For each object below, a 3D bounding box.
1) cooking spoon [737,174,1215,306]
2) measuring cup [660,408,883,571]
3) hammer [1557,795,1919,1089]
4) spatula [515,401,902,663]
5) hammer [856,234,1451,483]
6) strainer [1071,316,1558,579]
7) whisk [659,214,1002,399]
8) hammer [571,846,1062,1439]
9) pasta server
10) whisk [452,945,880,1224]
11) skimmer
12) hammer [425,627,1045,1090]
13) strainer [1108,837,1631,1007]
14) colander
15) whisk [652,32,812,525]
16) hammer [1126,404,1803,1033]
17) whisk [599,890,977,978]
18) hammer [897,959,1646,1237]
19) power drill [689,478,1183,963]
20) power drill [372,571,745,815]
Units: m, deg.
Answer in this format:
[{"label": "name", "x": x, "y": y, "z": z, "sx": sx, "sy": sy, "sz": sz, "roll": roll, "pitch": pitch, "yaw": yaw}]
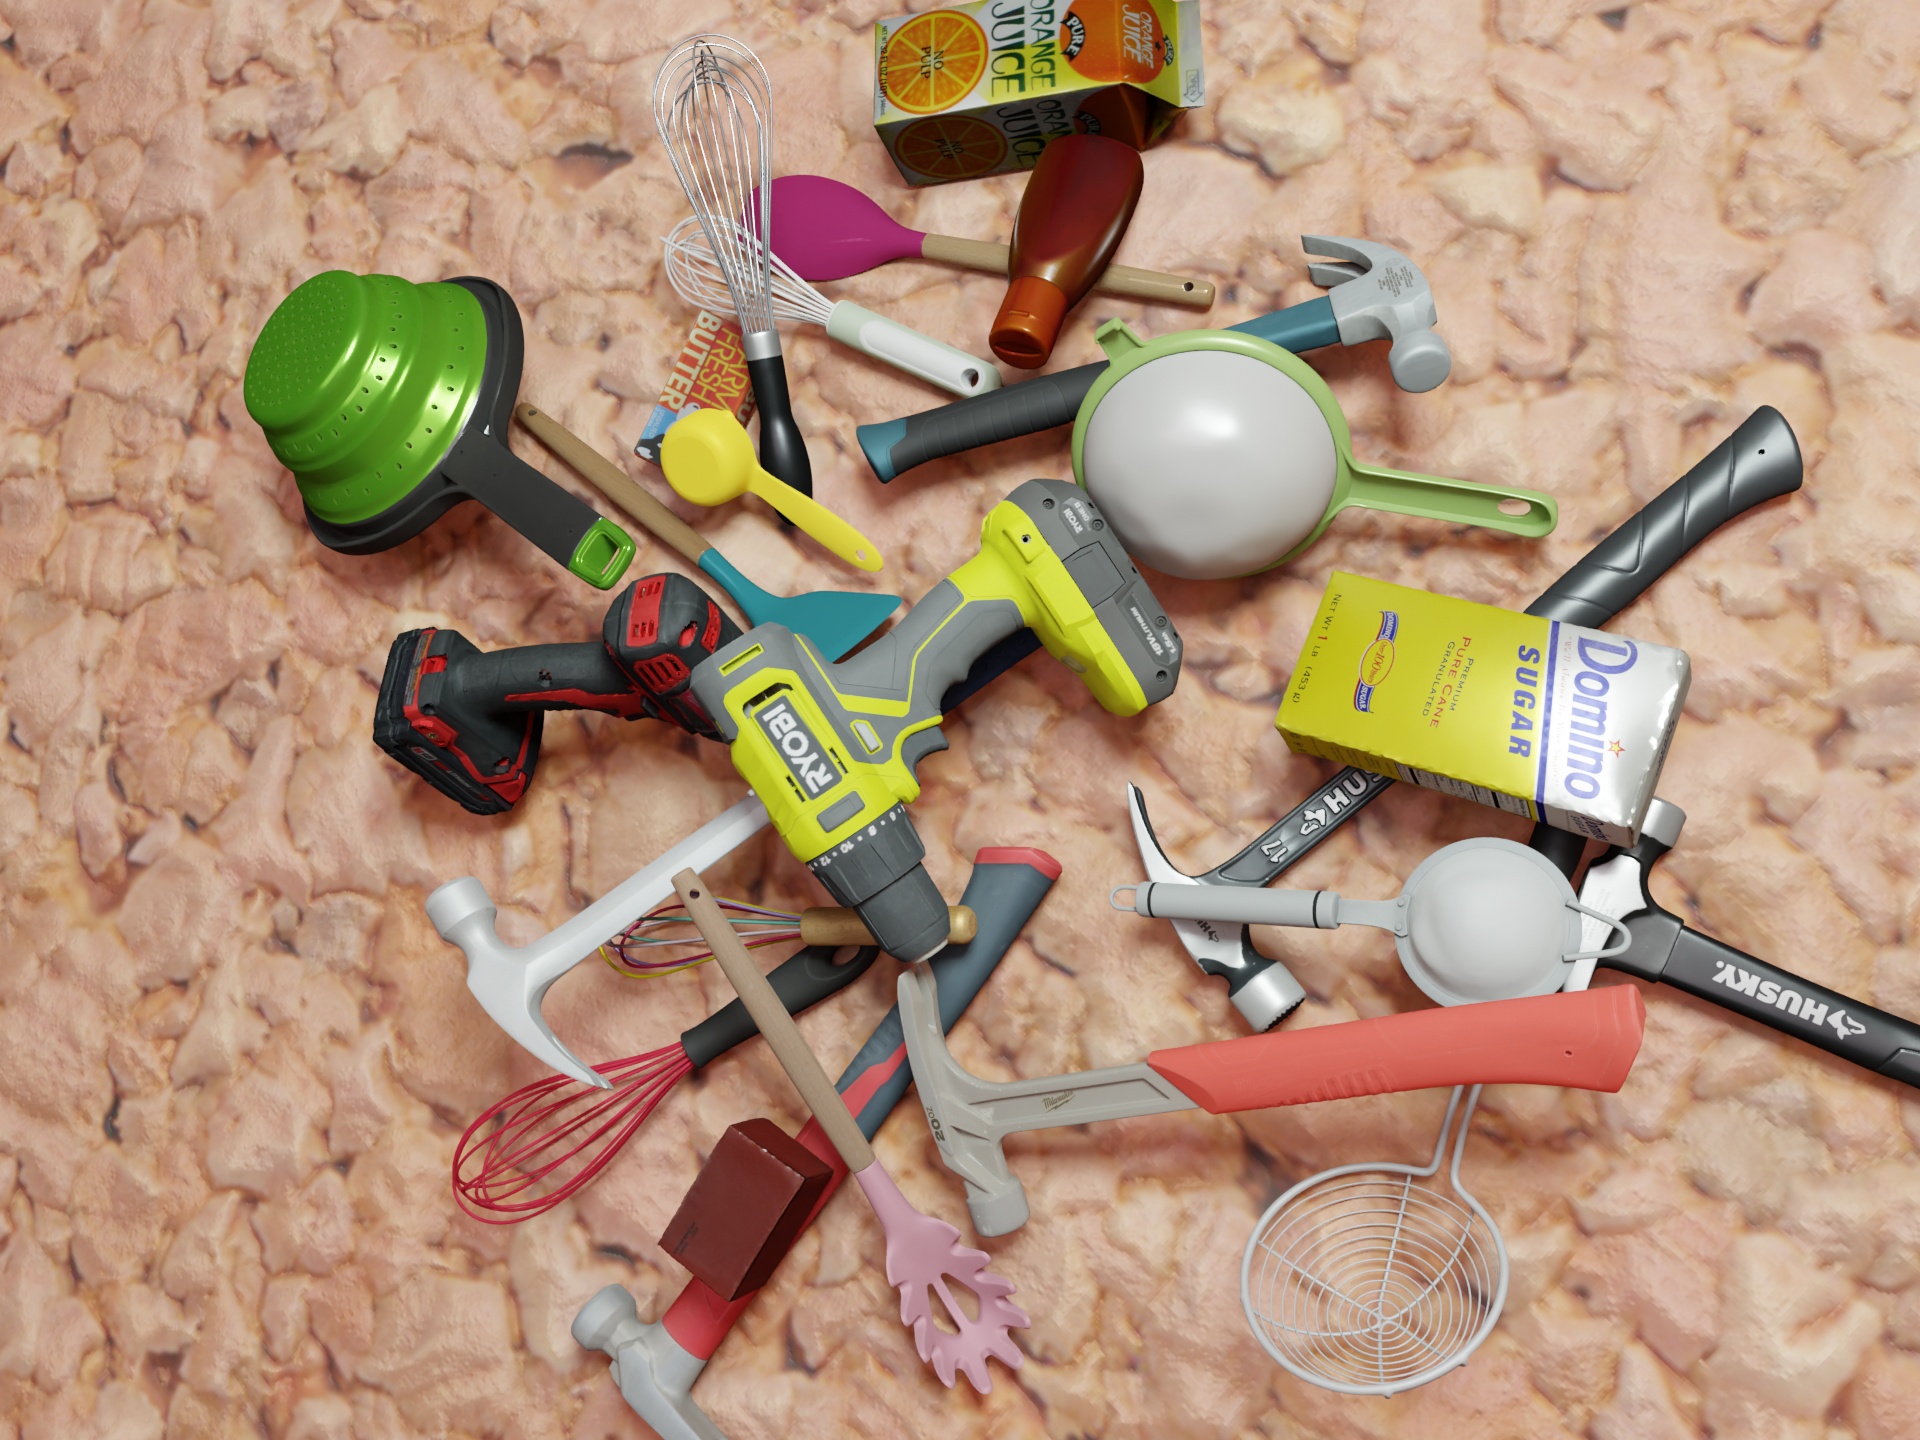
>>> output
[{"label": "cooking spoon", "x": 0.002, "y": -0.288, "z": 0.975, "sx": 0.319, "sy": 0.017, "sz": 0.069, "roll": 16, "pitch": 86, "yaw": 19}, {"label": "measuring cup", "x": -0.114, "y": -0.129, "z": 0.948, "sx": 0.156, "sy": 0.029, "sz": 0.062, "roll": 34, "pitch": 127, "yaw": 12}, {"label": "hammer", "x": 0.449, "y": 0.164, "z": 0.746, "sx": 0.335, "sy": 0.035, "sz": 0.146, "roll": 24, "pitch": 87, "yaw": 20}, {"label": "spatula", "x": -0.174, "y": -0.123, "z": 0.988, "sx": 0.318, "sy": 0.044, "sz": 0.082, "roll": 37, "pitch": 62, "yaw": 22}, {"label": "hammer", "x": 0.095, "y": -0.192, "z": 0.892, "sx": 0.331, "sy": 0.033, "sz": 0.128, "roll": -13, "pitch": 47, "yaw": 16}, {"label": "strainer", "x": 0.178, "y": -0.113, "z": 0.826, "sx": 0.256, "sy": 0.151, "sz": 0.069, "roll": 11, "pitch": 41, "yaw": 10}, {"label": "whisk", "x": -0.083, "y": -0.251, "z": 0.982, "sx": 0.246, "sy": 0.059, "sz": 0.058, "roll": 27, "pitch": 103, "yaw": 15}, {"label": "hammer", "x": -0.056, "y": 0.238, "z": 0.889, "sx": 0.143, "sy": 0.038, "sz": 0.386, "roll": 37, "pitch": 92, "yaw": 18}, {"label": "pasta server", "x": -0.063, "y": 0.213, "z": 0.839, "sx": 0.060, "sy": 0.040, "sz": 0.316, "roll": -33, "pitch": 95, "yaw": -16}, {"label": "whisk", "x": -0.173, "y": 0.201, "z": 0.925, "sx": 0.296, "sy": 0.073, "sz": 0.073, "roll": -32, "pitch": 72, "yaw": 3}, {"label": "skimmer", "x": 0.244, "y": 0.145, "z": 0.773, "sx": 0.127, "sy": 0.090, "sz": 0.363, "roll": 20, "pitch": 90, "yaw": 48}, {"label": "hammer", "x": -0.092, "y": 0.042, "z": 0.886, "sx": 0.405, "sy": 0.035, "sz": 0.144, "roll": -36, "pitch": 74, "yaw": -6}, {"label": "strainer", "x": 0.188, "y": 0.095, "z": 0.784, "sx": 0.258, "sy": 0.050, "sz": 0.087, "roll": 0, "pitch": 71, "yaw": 32}, {"label": "colander", "x": -0.329, "y": -0.180, "z": 0.956, "sx": 0.397, "sy": 0.094, "sz": 0.204, "roll": 34, "pitch": 90, "yaw": 39}, {"label": "whisk", "x": -0.123, "y": -0.255, "z": 0.942, "sx": 0.070, "sy": 0.070, "sz": 0.284, "roll": -6, "pitch": 106, "yaw": 16}, {"label": "hammer", "x": 0.267, "y": -0.019, "z": 0.837, "sx": 0.409, "sy": 0.036, "sz": 0.149, "roll": -41, "pitch": 70, "yaw": 6}, {"label": "whisk", "x": -0.105, "y": 0.121, "z": 0.904, "sx": 0.245, "sy": 0.051, "sz": 0.047, "roll": -4, "pitch": 53, "yaw": 24}, {"label": "hammer", "x": 0.139, "y": 0.162, "z": 0.770, "sx": 0.359, "sy": 0.036, "sz": 0.149, "roll": -15, "pitch": 94, "yaw": 28}, {"label": "power drill", "x": -0.001, "y": -0.003, "z": 0.837, "sx": 0.228, "sy": 0.080, "sz": 0.190, "roll": -34, "pitch": 92, "yaw": -7}, {"label": "power drill", "x": -0.217, "y": -0.012, "z": 0.937, "sx": 0.219, "sy": 0.143, "sz": 0.079, "roll": -11, "pitch": 57, "yaw": 20}]
